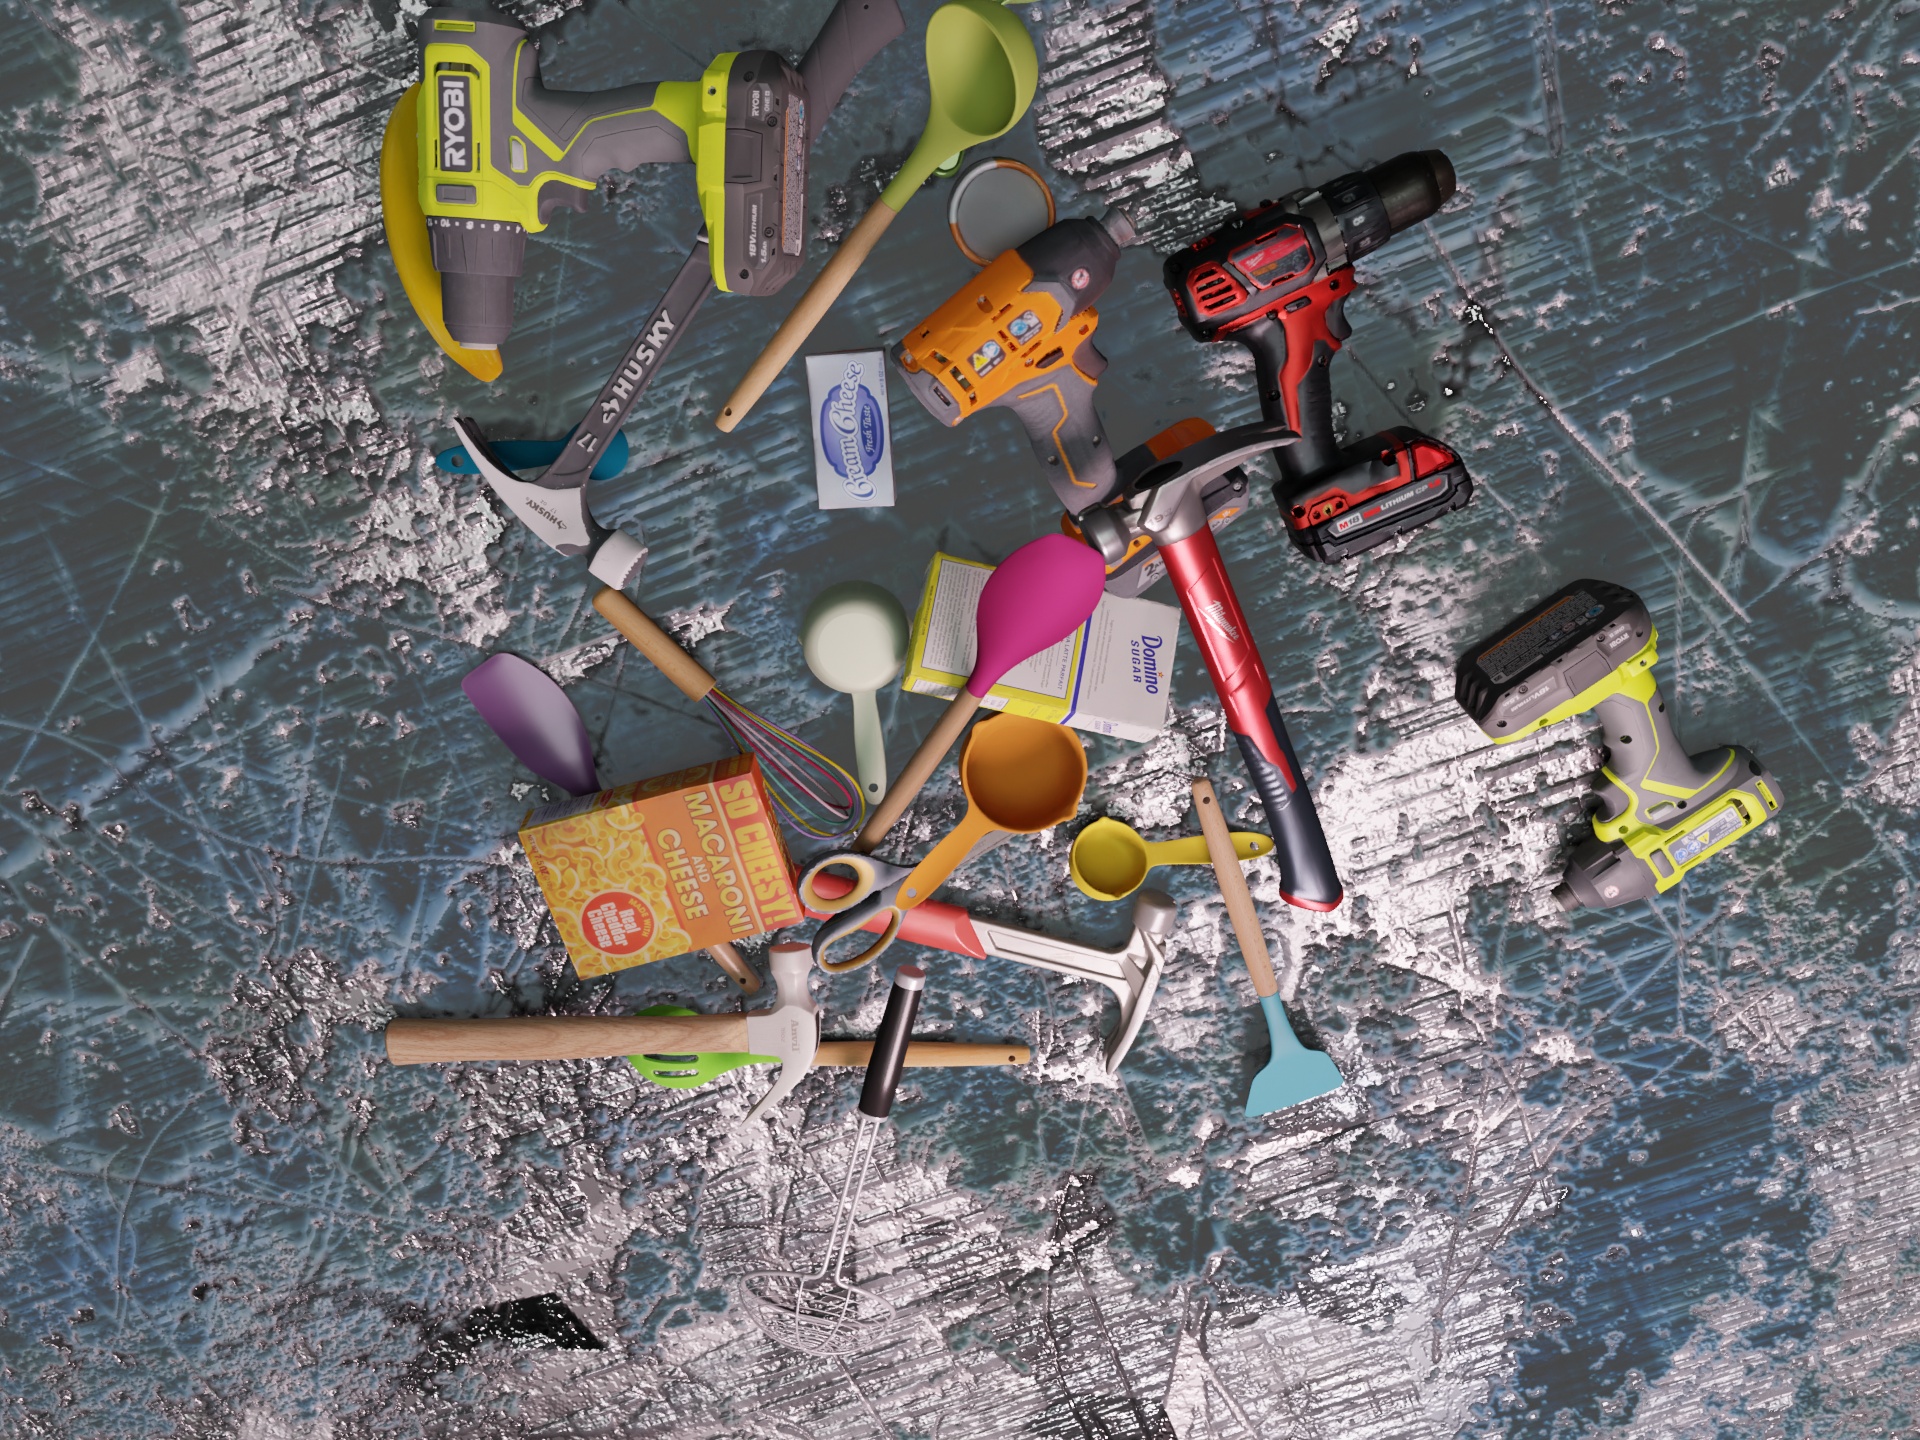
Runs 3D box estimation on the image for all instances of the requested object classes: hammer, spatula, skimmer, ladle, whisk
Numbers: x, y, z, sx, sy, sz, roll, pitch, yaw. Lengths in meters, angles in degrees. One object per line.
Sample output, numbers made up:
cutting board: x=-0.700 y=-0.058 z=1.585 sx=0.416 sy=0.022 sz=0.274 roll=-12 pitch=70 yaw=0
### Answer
hammer: x=-0.027 y=0.157 z=1.182 sx=0.359 sy=0.037 sz=0.149 roll=15 pitch=109 yaw=-8
hammer: x=0.209 y=-0.016 z=1.073 sx=0.143 sy=0.038 sz=0.385 roll=-28 pitch=124 yaw=0
spatula: x=0.217 y=0.175 z=1.183 sx=0.082 sy=0.044 sz=0.317 roll=-19 pitch=112 yaw=3
skimmer: x=-0.082 y=0.343 z=1.234 sx=0.127 sy=0.090 sz=0.363 roll=14 pitch=105 yaw=-3
ladle: x=-0.065 y=-0.297 z=0.975 sx=0.078 sy=0.062 sz=0.320 roll=49 pitch=117 yaw=10
hammer: x=-0.165 y=-0.288 z=0.998 sx=0.149 sy=0.036 sz=0.409 roll=35 pitch=102 yaw=-3
spatula: x=-0.243 y=0.081 z=1.156 sx=0.060 sy=0.018 sz=0.315 roll=-32 pitch=107 yaw=10
hammer: x=-0.267 y=0.238 z=1.184 sx=0.331 sy=0.031 sz=0.130 roll=-3 pitch=95 yaw=8
whisk: x=-0.159 y=-0.008 z=1.113 sx=0.245 sy=0.051 sz=0.047 roll=44 pitch=138 yaw=-11

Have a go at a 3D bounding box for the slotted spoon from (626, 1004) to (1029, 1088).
slotted spoon: x=-0.103 y=0.254 z=1.221 sx=0.313 sy=0.031 sz=0.070 roll=2 pitch=107 yaw=-4

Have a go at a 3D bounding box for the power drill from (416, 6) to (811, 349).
power drill: x=-0.210 y=-0.313 z=0.943 sx=0.228 sy=0.080 sz=0.190 roll=6 pitch=105 yaw=7

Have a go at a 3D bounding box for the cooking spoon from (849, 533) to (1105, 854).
cooking spoon: x=-0.002 y=-0.003 z=1.049 sx=0.068 sy=0.017 sz=0.318 roll=23 pitch=130 yaw=-16

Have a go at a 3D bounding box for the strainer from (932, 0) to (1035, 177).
strainer: x=0.020 y=-0.450 z=0.935 sx=0.151 sy=0.069 sz=0.256 roll=13 pitch=108 yaw=-7

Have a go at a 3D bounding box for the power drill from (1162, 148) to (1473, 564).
power drill: x=0.254 y=-0.236 z=1.023 sx=0.188 sy=0.080 sz=0.226 roll=-25 pitch=106 yaw=7

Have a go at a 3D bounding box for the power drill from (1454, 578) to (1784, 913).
power drill: x=0.456 y=0.027 z=1.127 sx=0.171 sy=0.080 sz=0.223 roll=-36 pitch=111 yaw=11

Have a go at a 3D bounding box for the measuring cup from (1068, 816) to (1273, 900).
measuring cup: x=0.154 y=0.100 z=1.169 sx=0.156 sy=0.029 sz=0.062 roll=-4 pitch=71 yaw=-14

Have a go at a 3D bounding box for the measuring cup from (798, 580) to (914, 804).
measuring cup: x=-0.068 y=-0.013 z=1.113 sx=0.083 sy=0.038 sz=0.167 roll=-5 pitch=109 yaw=0

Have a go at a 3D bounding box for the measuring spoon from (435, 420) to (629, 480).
measuring spoon: x=-0.286 y=-0.175 z=1.055 sx=0.128 sy=0.021 sz=0.042 roll=-5 pitch=111 yaw=-2

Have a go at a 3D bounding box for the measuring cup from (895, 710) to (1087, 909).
measuring cup: x=0.013 y=0.064 z=1.121 sx=0.095 sy=0.052 sz=0.173 roll=42 pitch=91 yaw=-8

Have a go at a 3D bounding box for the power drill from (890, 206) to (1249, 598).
power drill: x=0.086 y=-0.201 z=0.998 sx=0.164 sy=0.084 sz=0.226 roll=-38 pitch=123 yaw=12
